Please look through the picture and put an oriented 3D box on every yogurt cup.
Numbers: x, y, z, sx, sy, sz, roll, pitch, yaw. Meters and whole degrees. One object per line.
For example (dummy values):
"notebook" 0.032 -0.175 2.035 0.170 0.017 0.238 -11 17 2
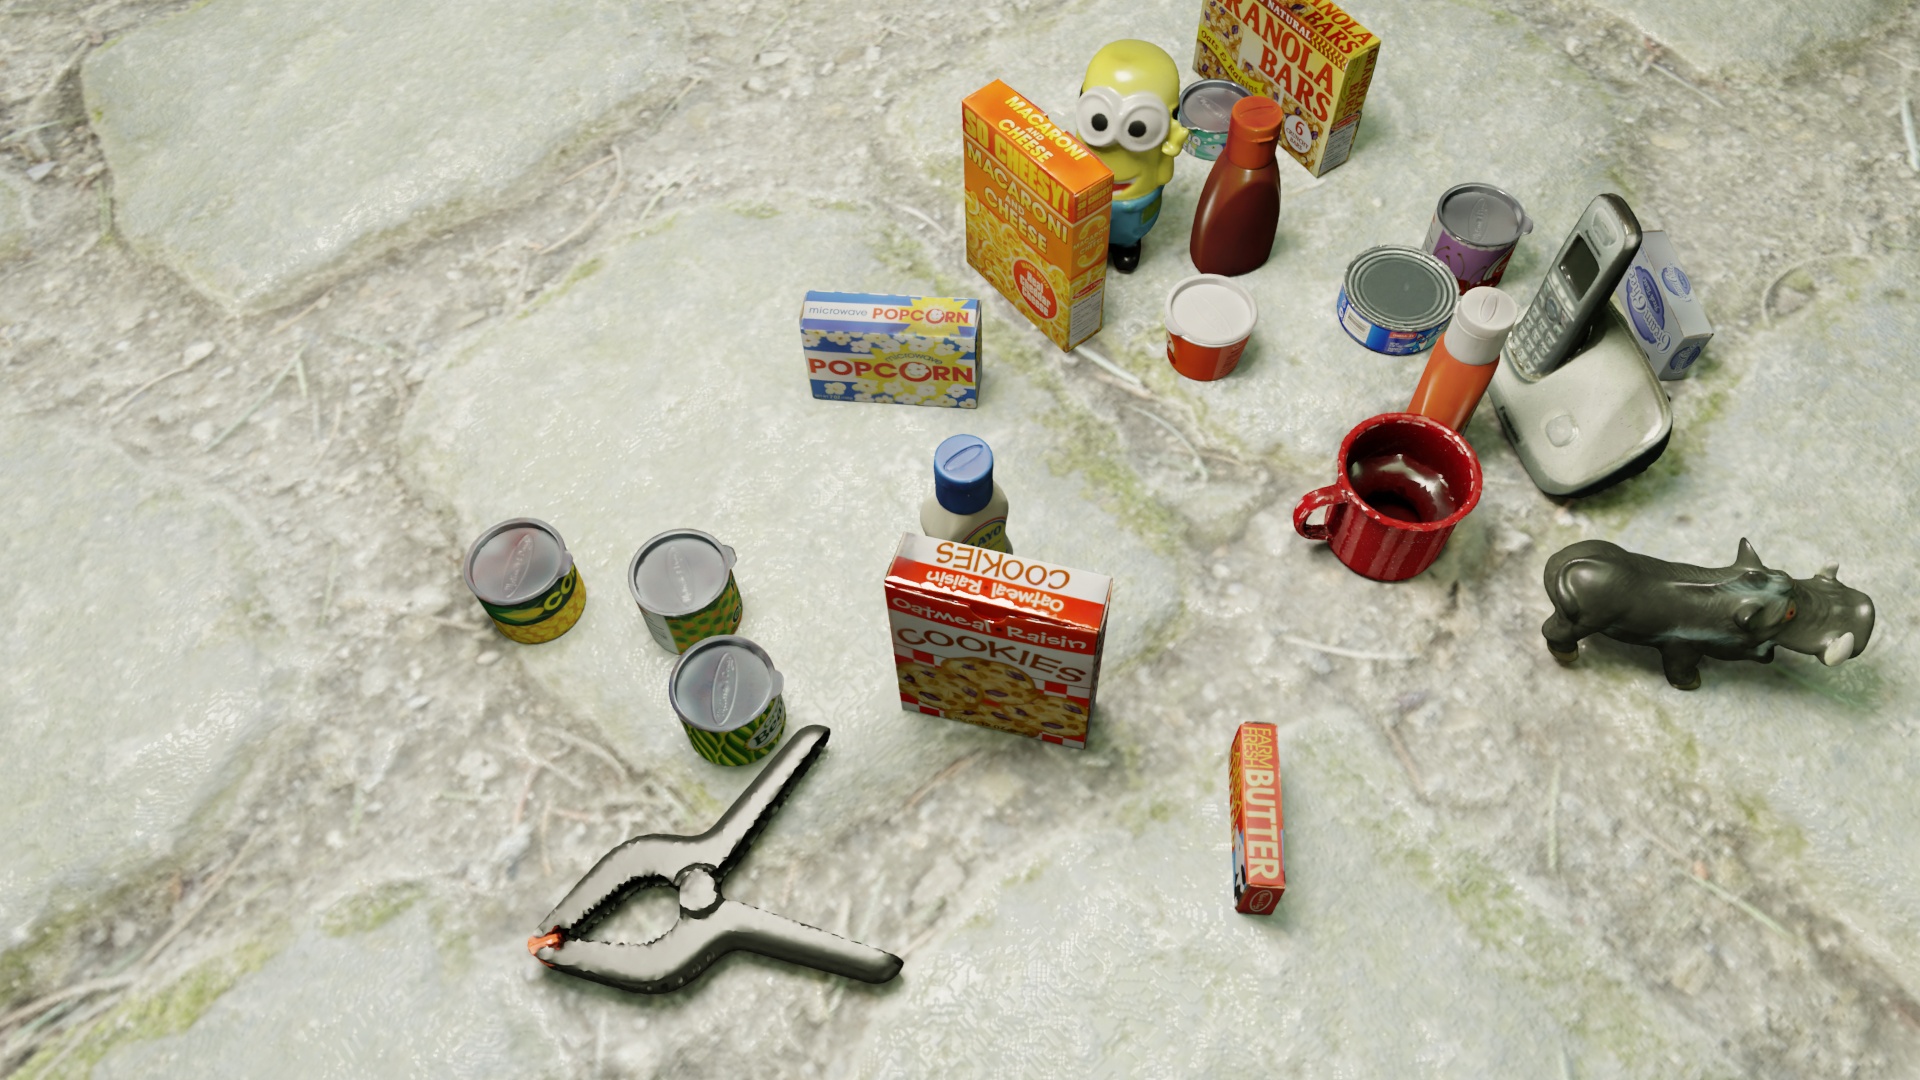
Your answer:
"yogurt cup" 0.183 -0.156 1.031 0.072 0.053 0.073 -1 58 1

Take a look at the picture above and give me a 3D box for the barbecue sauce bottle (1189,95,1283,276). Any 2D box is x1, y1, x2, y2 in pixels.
"barbecue sauce bottle" 0.212 -0.264 1.042 0.065 0.147 0.044 -13 59 -6

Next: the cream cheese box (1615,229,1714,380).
"cream cheese box" 0.522 -0.175 1.036 0.024 0.053 0.104 -5 58 -1

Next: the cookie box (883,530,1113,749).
"cookie box" 0.023 0.065 0.832 0.123 0.166 0.040 12 60 9

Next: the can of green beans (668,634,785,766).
"can of green beans" -0.146 0.102 0.877 0.071 0.057 0.071 -1 58 1

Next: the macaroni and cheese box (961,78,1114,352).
"macaroni and cheese box" 0.054 -0.235 1.017 0.040 0.165 0.124 -35 64 -18

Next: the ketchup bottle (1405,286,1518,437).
"ketchup bottle" 0.337 -0.110 0.944 0.043 0.148 0.065 21 61 13

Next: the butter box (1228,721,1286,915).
"butter box" 0.177 0.166 0.833 0.024 0.053 0.104 3 59 3

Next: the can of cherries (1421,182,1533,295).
"can of cherries" 0.396 -0.230 1.070 0.071 0.058 0.072 -1 58 1

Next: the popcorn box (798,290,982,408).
"popcorn box" -0.049 -0.138 1.007 0.127 0.084 0.038 4 59 4

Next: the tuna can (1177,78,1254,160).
"tuna can" 0.212 -0.351 1.163 0.071 0.032 0.071 -1 58 1

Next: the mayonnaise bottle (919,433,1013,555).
"mayonnaise bottle" 0.003 -0.011 0.891 0.065 0.147 0.041 -33 63 -17

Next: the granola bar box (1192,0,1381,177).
"granola bar box" 0.263 -0.397 1.137 0.039 0.123 0.166 -30 62 -16

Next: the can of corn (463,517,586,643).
"can of corn" -0.286 0.028 0.926 0.071 0.058 0.071 -1 58 1

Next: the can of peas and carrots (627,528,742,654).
"can of peas and carrots" -0.179 0.034 0.920 0.071 0.058 0.071 -1 58 1
